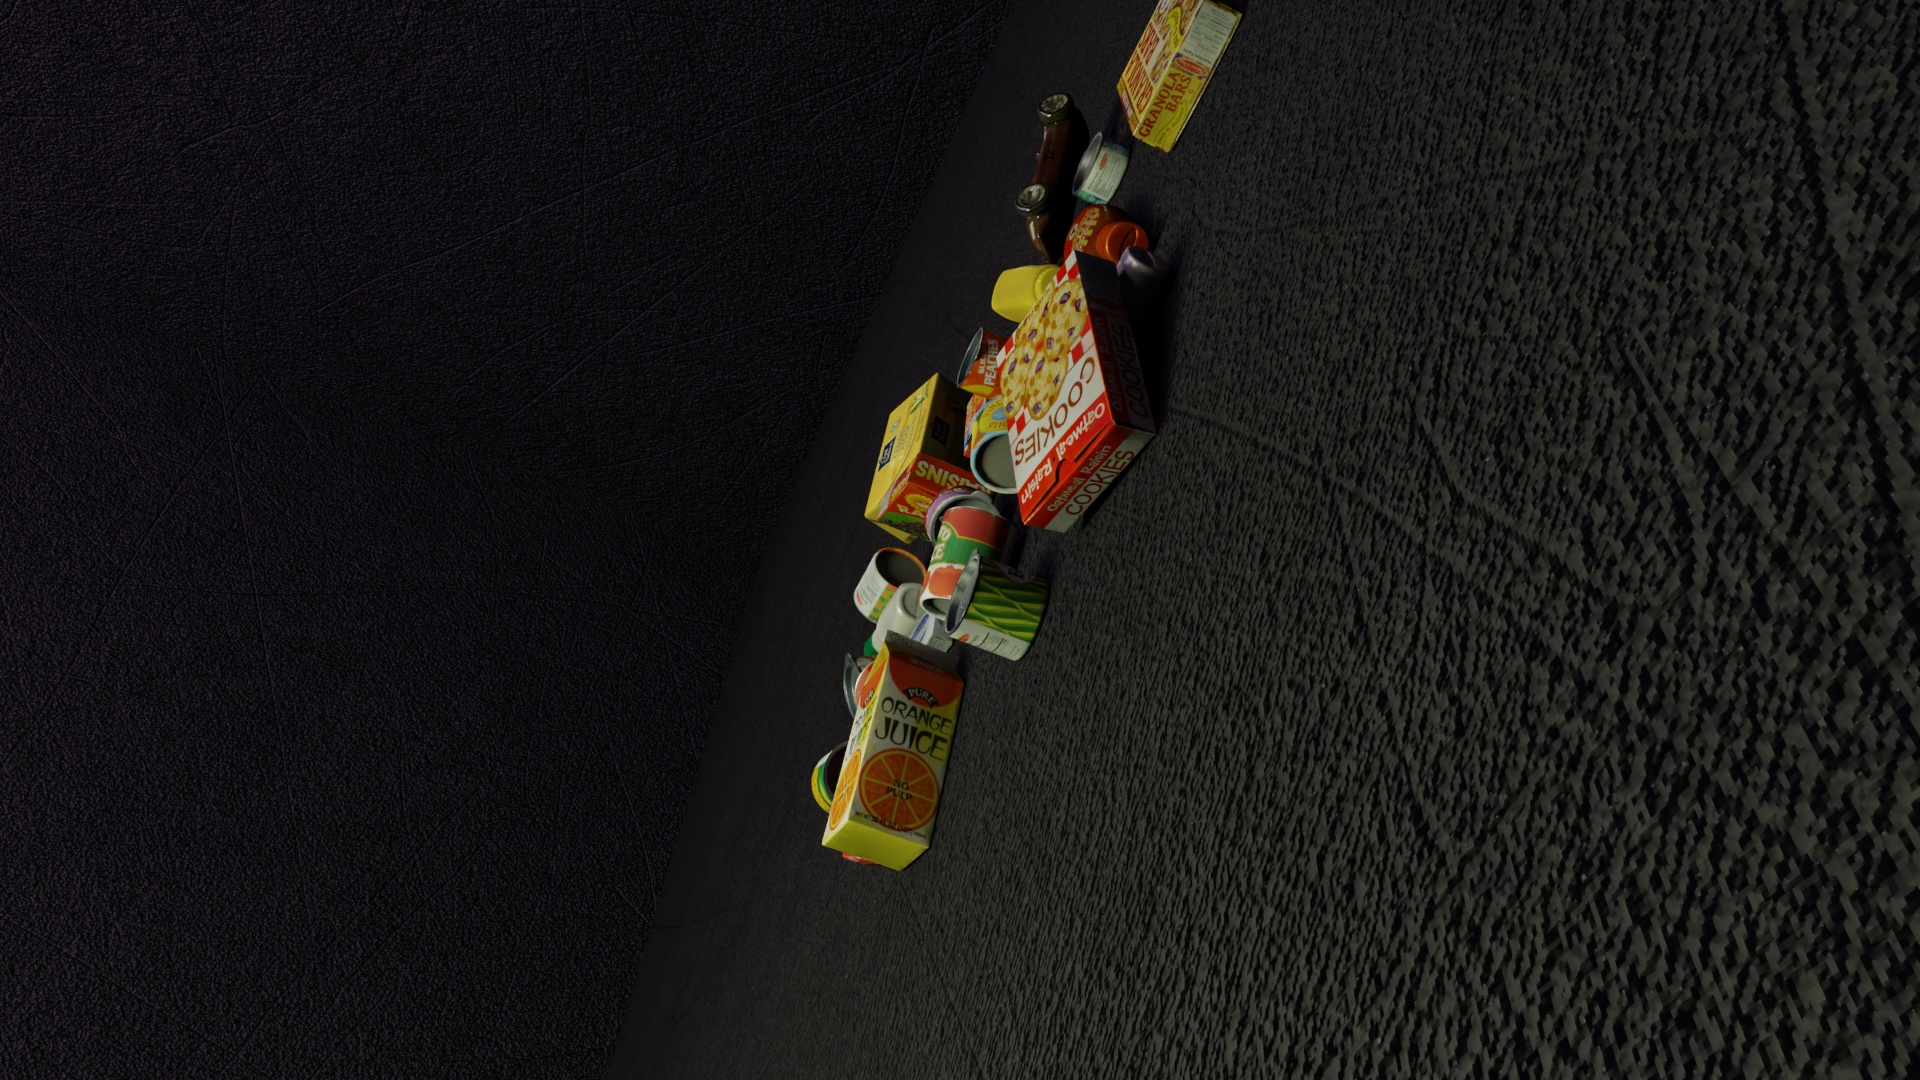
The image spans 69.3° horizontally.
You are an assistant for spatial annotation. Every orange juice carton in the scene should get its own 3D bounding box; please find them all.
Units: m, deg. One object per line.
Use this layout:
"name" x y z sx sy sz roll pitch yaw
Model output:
"orange juice carton" -0.050 0.167 1.157 0.072 0.072 0.194 128 160 -53

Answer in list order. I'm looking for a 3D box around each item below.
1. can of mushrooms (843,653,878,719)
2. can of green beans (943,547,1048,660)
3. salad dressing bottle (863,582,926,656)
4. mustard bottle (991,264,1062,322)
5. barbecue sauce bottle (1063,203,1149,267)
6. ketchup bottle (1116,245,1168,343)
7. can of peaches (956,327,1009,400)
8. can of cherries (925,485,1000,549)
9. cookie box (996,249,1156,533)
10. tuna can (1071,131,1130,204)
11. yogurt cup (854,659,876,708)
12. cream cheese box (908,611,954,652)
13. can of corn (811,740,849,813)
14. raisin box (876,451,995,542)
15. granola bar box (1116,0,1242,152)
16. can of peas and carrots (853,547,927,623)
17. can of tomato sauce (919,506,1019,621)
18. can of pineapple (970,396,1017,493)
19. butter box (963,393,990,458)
"can of mushrooms" -0.096 0.150 1.437 0.071 0.033 0.071 175 89 -70
"can of green beans" 0.027 0.050 1.043 0.071 0.058 0.071 -157 88 -79
"salad dressing bottle" -0.065 0.092 1.440 0.147 0.044 0.064 128 153 -59
"mustard bottle" 0.079 -0.236 1.325 0.160 0.065 0.049 -164 90 -73
"barbecue sauce bottle" 0.125 -0.252 1.175 0.149 0.044 0.064 -118 51 -75
"ketchup bottle" 0.110 -0.154 1.066 0.065 0.043 0.148 -95 29 -54
"can of peaches" 0.035 -0.177 1.420 0.071 0.058 0.071 -156 88 -78
"can of cherries" 0.004 -0.016 1.253 0.058 0.071 0.071 -121 53 -78
"cookie box" 0.078 -0.108 1.006 0.122 0.040 0.168 -51 36 44
"tuna can" 0.136 -0.359 1.345 0.071 0.033 0.071 -157 88 -79
"yogurt cup" -0.058 0.144 1.263 0.072 0.072 0.054 -68 19 6
"cream cheese box" -0.031 0.098 1.315 0.103 0.024 0.054 124 162 -48
"can of corn" -0.103 0.228 1.313 0.058 0.071 0.071 135 154 -65
"raisin box" -0.025 -0.037 1.377 0.123 0.086 0.040 137 154 -65
"granola bar box" 0.187 -0.422 1.206 0.166 0.039 0.123 -88 23 -59
"can of peas and carrots" -0.072 0.050 1.500 0.071 0.071 0.058 -82 18 -49
"can of tomato sauce" 0.005 0.023 1.164 0.071 0.071 0.083 136 152 -65
"can of pineapple" 0.042 -0.084 1.193 0.058 0.071 0.070 -87 21 -54
"butter box" 0.026 -0.132 1.471 0.104 0.024 0.052 -86 21 -55
